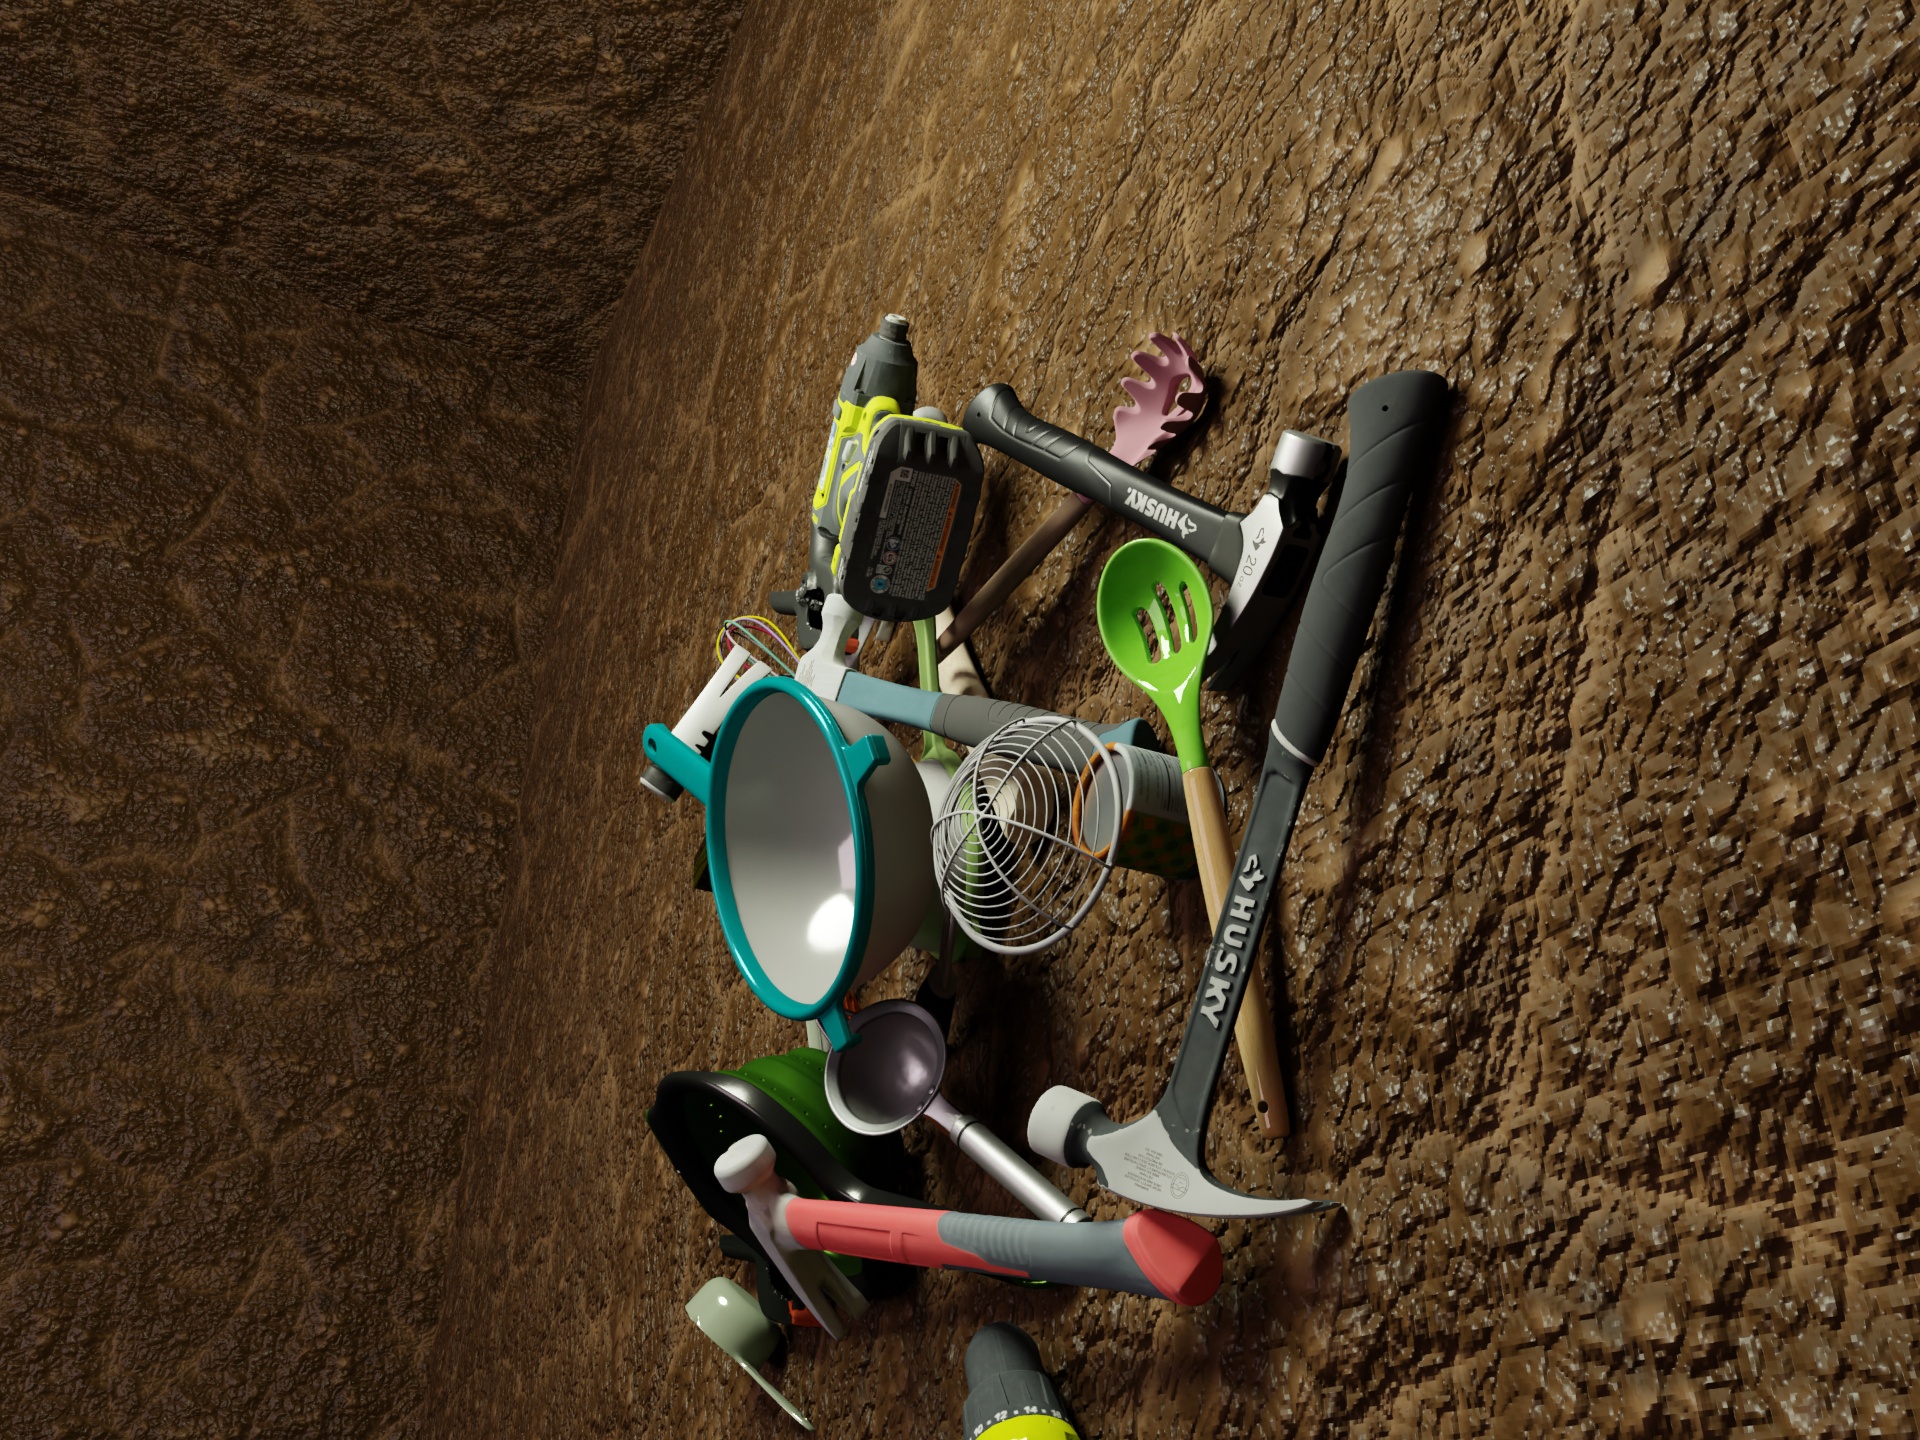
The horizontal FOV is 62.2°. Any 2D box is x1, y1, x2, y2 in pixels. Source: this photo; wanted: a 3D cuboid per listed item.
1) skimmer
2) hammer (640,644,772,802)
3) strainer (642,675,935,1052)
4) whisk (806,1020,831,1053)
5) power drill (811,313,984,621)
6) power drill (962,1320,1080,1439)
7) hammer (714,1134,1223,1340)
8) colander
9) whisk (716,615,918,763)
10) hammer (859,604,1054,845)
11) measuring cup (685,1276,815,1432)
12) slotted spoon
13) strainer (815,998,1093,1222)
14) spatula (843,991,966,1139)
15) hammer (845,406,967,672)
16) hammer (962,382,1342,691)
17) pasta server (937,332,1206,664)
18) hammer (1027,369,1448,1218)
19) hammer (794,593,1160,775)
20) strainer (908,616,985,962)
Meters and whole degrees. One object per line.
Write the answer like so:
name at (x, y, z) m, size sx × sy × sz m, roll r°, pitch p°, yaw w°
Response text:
skimmer at (0.022, 0.128, 0.945) m, size 0.363 × 0.090 × 0.127 m, roll 98°, pitch 162°, yaw -58°
hammer at (-0.191, 0.035, 1.338) m, size 0.127 × 0.034 × 0.336 m, roll -55°, pitch -7°, yaw -10°
strainer at (-0.109, 0.058, 1.047) m, size 0.341 × 0.095 × 0.211 m, roll 28°, pitch 116°, yaw 54°
whisk at (-0.116, 0.159, 1.242) m, size 0.059 × 0.057 × 0.246 m, roll 7°, pitch 106°, yaw 51°
power drill at (-0.052, -0.179, 1.116) m, size 0.223 × 0.080 × 0.171 m, roll -113°, pitch 35°, yaw -59°
power drill at (0.003, 0.455, 0.837) m, size 0.228 × 0.080 × 0.191 m, roll -64°, pitch 21°, yaw 22°
hammer at (0.001, 0.297, 0.871) m, size 0.038 × 0.143 × 0.386 m, roll -40°, pitch 14°, yaw -37°
colander at (-0.054, 0.291, 1.040) m, size 0.397 × 0.204 × 0.094 m, roll -5°, pitch 29°, yaw 49°
whisk at (-0.106, -0.014, 1.254) m, size 0.245 × 0.047 × 0.051 m, roll 36°, pitch 144°, yaw 27°
hammer at (-0.008, -0.032, 1.192) m, size 0.411 × 0.038 × 0.146 m, roll -113°, pitch 41°, yaw -55°
measuring cup at (-0.147, 0.479, 1.208) m, size 0.038 × 0.083 × 0.168 m, roll -50°, pitch 38°, yaw -15°
slotted spoon at (0.122, 0.051, 0.796) m, size 0.070 × 0.031 × 0.314 m, roll -28°, pitch 60°, yaw 36°
strainer at (-0.001, 0.240, 0.937) m, size 0.259 × 0.050 × 0.087 m, roll 30°, pitch 79°, yaw 46°
spatula at (-0.019, 0.237, 1.033) m, size 0.041 × 0.081 × 0.323 m, roll -38°, pitch 28°, yaw -18°
hammer at (-0.087, -0.052, 1.300) m, size 0.144 × 0.035 × 0.405 m, roll -102°, pitch 32°, yaw -45°
hammer at (0.089, -0.136, 0.948) m, size 0.335 × 0.035 × 0.146 m, roll 40°, pitch 118°, yaw 53°
pasta server at (0.060, -0.132, 1.046) m, size 0.316 × 0.040 × 0.060 m, roll -45°, pitch 49°, yaw 39°
hammer at (0.154, 0.031, 0.739) m, size 0.149 × 0.036 × 0.409 m, roll 15°, pitch 85°, yaw 39°
hammer at (-0.002, -0.003, 1.024) m, size 0.331 × 0.033 × 0.128 m, roll 13°, pitch 82°, yaw 47°
strainer at (-0.041, 0.042, 1.108) m, size 0.151 × 0.069 × 0.256 m, roll 169°, pitch 98°, yaw -70°
